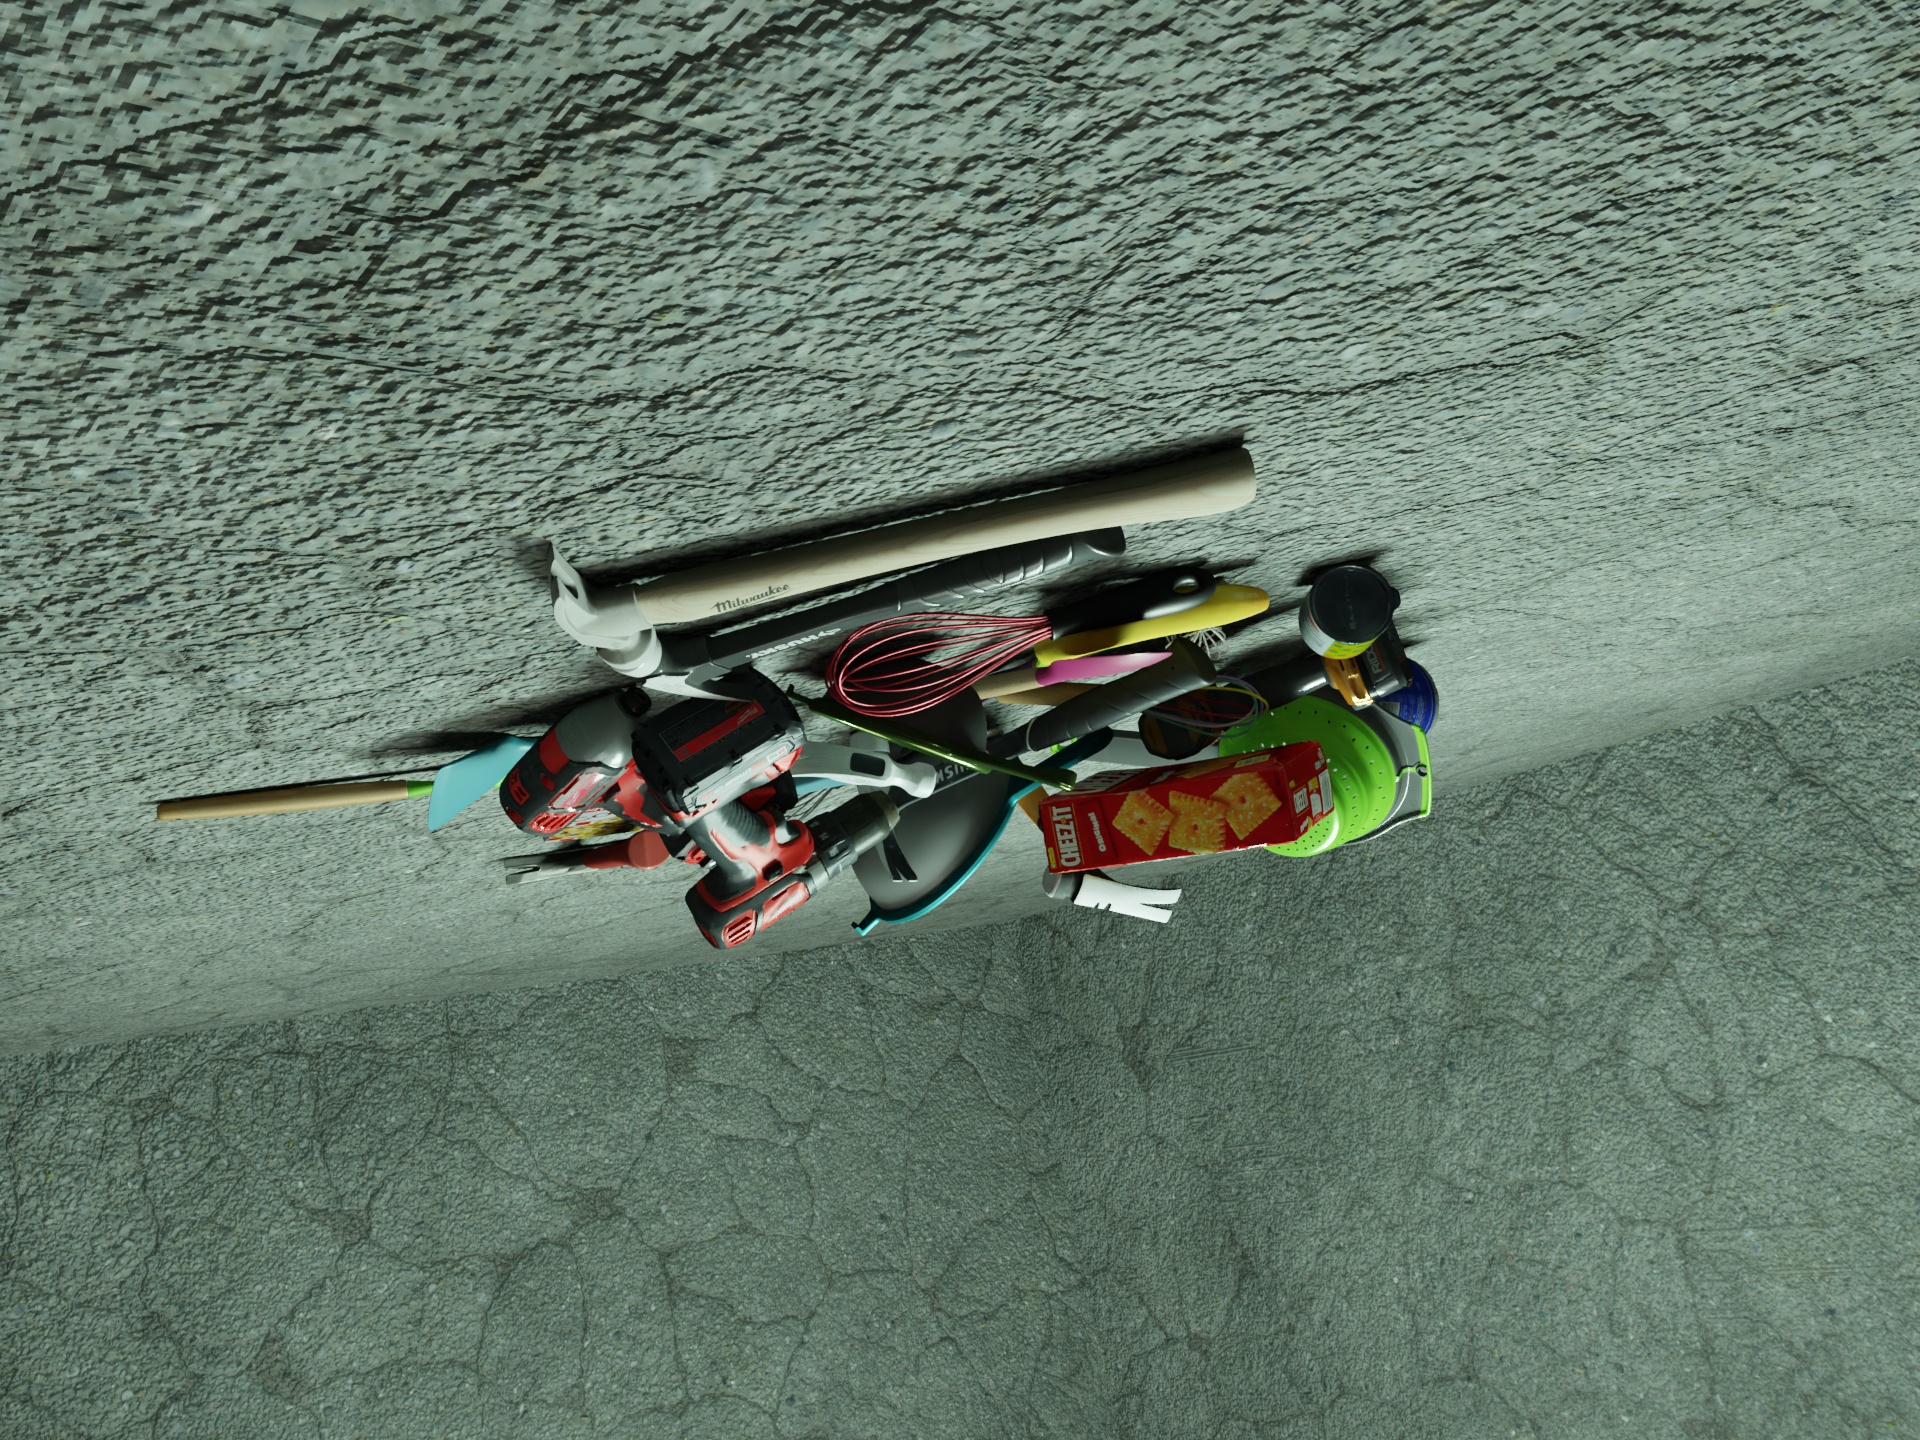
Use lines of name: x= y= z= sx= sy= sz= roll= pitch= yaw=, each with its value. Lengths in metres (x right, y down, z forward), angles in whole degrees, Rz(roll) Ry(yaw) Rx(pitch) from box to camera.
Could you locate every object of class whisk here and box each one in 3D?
whisk: x=0.045 y=-0.063 z=1.150 sx=0.296 sy=0.073 sz=0.073 roll=-16 pitch=169 yaw=-7
whisk: x=-0.127 y=0.055 z=1.577 sx=0.239 sy=0.055 sz=0.055 roll=-27 pitch=162 yaw=37
whisk: x=0.141 y=-0.016 z=1.349 sx=0.245 sy=0.051 sz=0.047 roll=3 pitch=-177 yaw=28
whisk: x=0.190 y=-0.057 z=1.360 sx=0.058 sy=0.059 sz=0.246 roll=25 pitch=173 yaw=4

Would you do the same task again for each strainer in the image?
strainer: x=-0.003 y=0.060 z=1.512 sx=0.095 sy=0.211 sz=0.340 roll=40 pitch=133 yaw=-20
strainer: x=-0.002 y=-0.004 z=1.195 sx=0.256 sy=0.069 sz=0.151 roll=15 pitch=175 yaw=46

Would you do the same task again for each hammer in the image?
hammer: x=0.051 y=0.022 z=1.351 sx=0.036 sy=0.149 sz=0.409 roll=4 pitch=159 yaw=-44
hammer: x=-0.159 y=0.061 z=1.481 sx=0.128 sy=0.033 sz=0.331 roll=15 pitch=164 yaw=-29
hammer: x=-0.371 y=0.141 z=1.630 sx=0.149 sy=0.037 sz=0.359 roll=-7 pitch=176 yaw=-23
hammer: x=-0.031 y=-0.105 z=0.926 sx=0.410 sy=0.038 sz=0.146 roll=-12 pitch=167 yaw=1
hammer: x=-0.053 y=-0.075 z=1.048 sx=0.335 sy=0.035 sz=0.146 roll=-16 pitch=167 yaw=17
hammer: x=0.092 y=0.096 z=1.531 sx=0.127 sy=0.034 sz=0.337 roll=14 pitch=-164 yaw=-22

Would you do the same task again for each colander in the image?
colander: x=0.252 y=0.056 z=1.560 sx=0.397 sy=0.204 sz=0.094 roll=5 pitch=-145 yaw=29

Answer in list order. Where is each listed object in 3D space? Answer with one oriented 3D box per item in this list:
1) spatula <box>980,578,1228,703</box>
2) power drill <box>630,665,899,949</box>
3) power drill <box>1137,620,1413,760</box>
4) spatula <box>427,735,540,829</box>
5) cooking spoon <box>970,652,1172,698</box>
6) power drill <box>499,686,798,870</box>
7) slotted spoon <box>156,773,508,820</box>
spatula: x=0.082 y=-0.051 z=1.305 sx=0.316 sy=0.018 sz=0.060 roll=-23 pitch=-158 yaw=34
power drill: x=-0.144 y=0.064 z=1.235 sx=0.188 sy=0.080 sz=0.226 roll=-32 pitch=141 yaw=-16
power drill: x=0.280 y=-0.030 z=1.413 sx=0.226 sy=0.084 sz=0.185 roll=-22 pitch=178 yaw=20
spatula: x=-0.275 y=0.029 z=1.297 sx=0.317 sy=0.044 sz=0.082 roll=-7 pitch=144 yaw=-30
cooking spoon: x=0.050 y=-0.031 z=1.253 sx=0.068 sy=0.017 sz=0.319 roll=-3 pitch=177 yaw=-34
power drill: x=-0.239 y=0.043 z=1.257 sx=0.143 sy=0.079 sz=0.219 roll=-43 pitch=147 yaw=19
slotted spoon: x=-0.472 y=0.057 z=1.278 sx=0.313 sy=0.031 sz=0.070 roll=-5 pitch=167 yaw=-21
